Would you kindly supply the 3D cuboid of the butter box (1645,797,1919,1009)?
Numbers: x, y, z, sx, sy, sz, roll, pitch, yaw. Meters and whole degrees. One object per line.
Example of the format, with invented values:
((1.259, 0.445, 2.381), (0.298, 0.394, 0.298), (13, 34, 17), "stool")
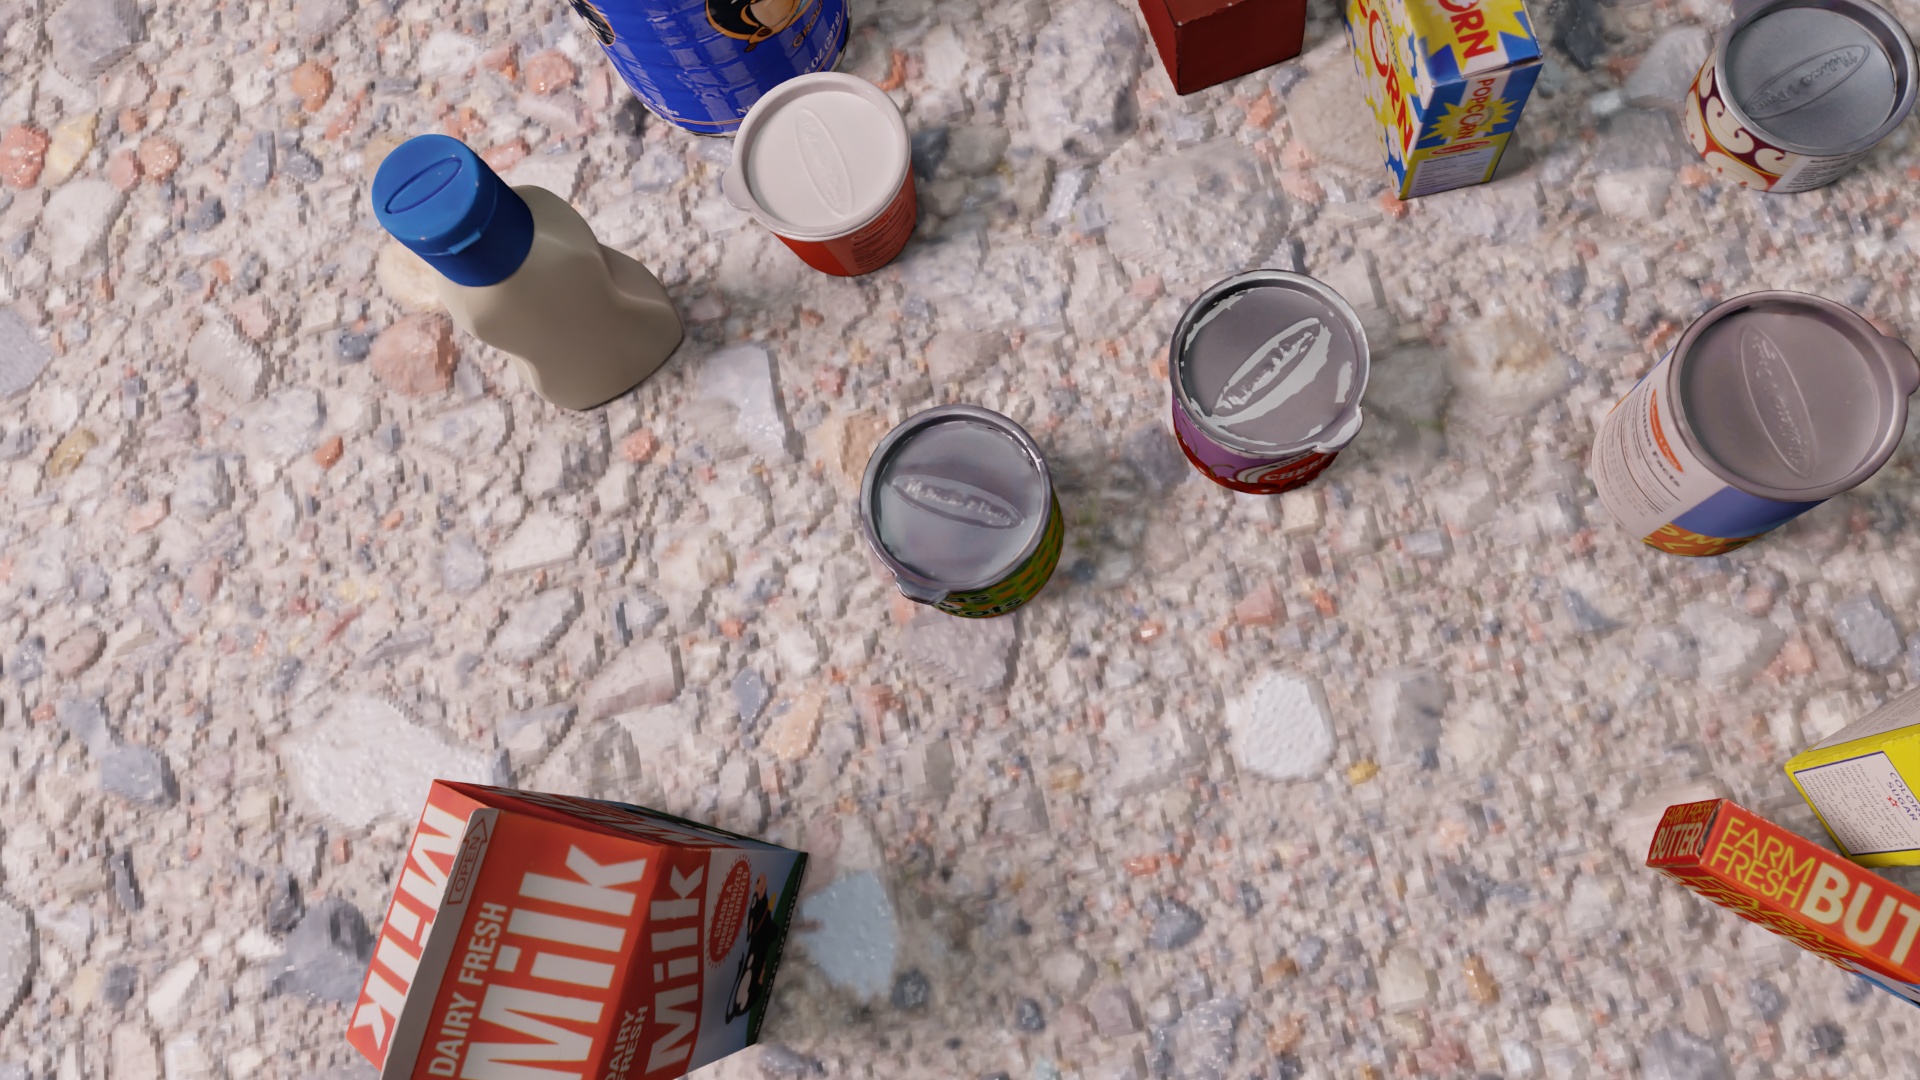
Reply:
((0.271, 0.115, 0.428), (0.103, 0.053, 0.024), (28, 83, 14), "butter box")

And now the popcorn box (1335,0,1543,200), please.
((0.164, -0.200, 0.502), (0.038, 0.085, 0.127), (-13, 75, 6), "popcorn box")

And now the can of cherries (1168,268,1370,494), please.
((0.108, -0.052, 0.489), (0.071, 0.058, 0.071), (-2, 77, 8), "can of cherries")

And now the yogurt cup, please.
((-0.048, -0.137, 0.536), (0.072, 0.054, 0.072), (-2, 77, 8), "yogurt cup")

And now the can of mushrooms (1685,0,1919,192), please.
((0.299, -0.163, 0.499), (0.071, 0.033, 0.071), (-2, 77, 8), "can of mushrooms")

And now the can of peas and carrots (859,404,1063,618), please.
((0.002, -0.006, 0.495), (0.071, 0.058, 0.071), (-2, 77, 8), "can of peas and carrots")

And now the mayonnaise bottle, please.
((-0.151, -0.093, 0.493), (0.065, 0.148, 0.041), (-34, 75, 0), "mayonnaise bottle")

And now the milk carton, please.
((-0.111, 0.117, 0.415), (0.073, 0.190, 0.072), (13, 80, 12), "milk carton")

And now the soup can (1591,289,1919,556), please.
((0.253, -0.035, 0.450), (0.071, 0.083, 0.071), (-2, 77, 8), "soup can")
